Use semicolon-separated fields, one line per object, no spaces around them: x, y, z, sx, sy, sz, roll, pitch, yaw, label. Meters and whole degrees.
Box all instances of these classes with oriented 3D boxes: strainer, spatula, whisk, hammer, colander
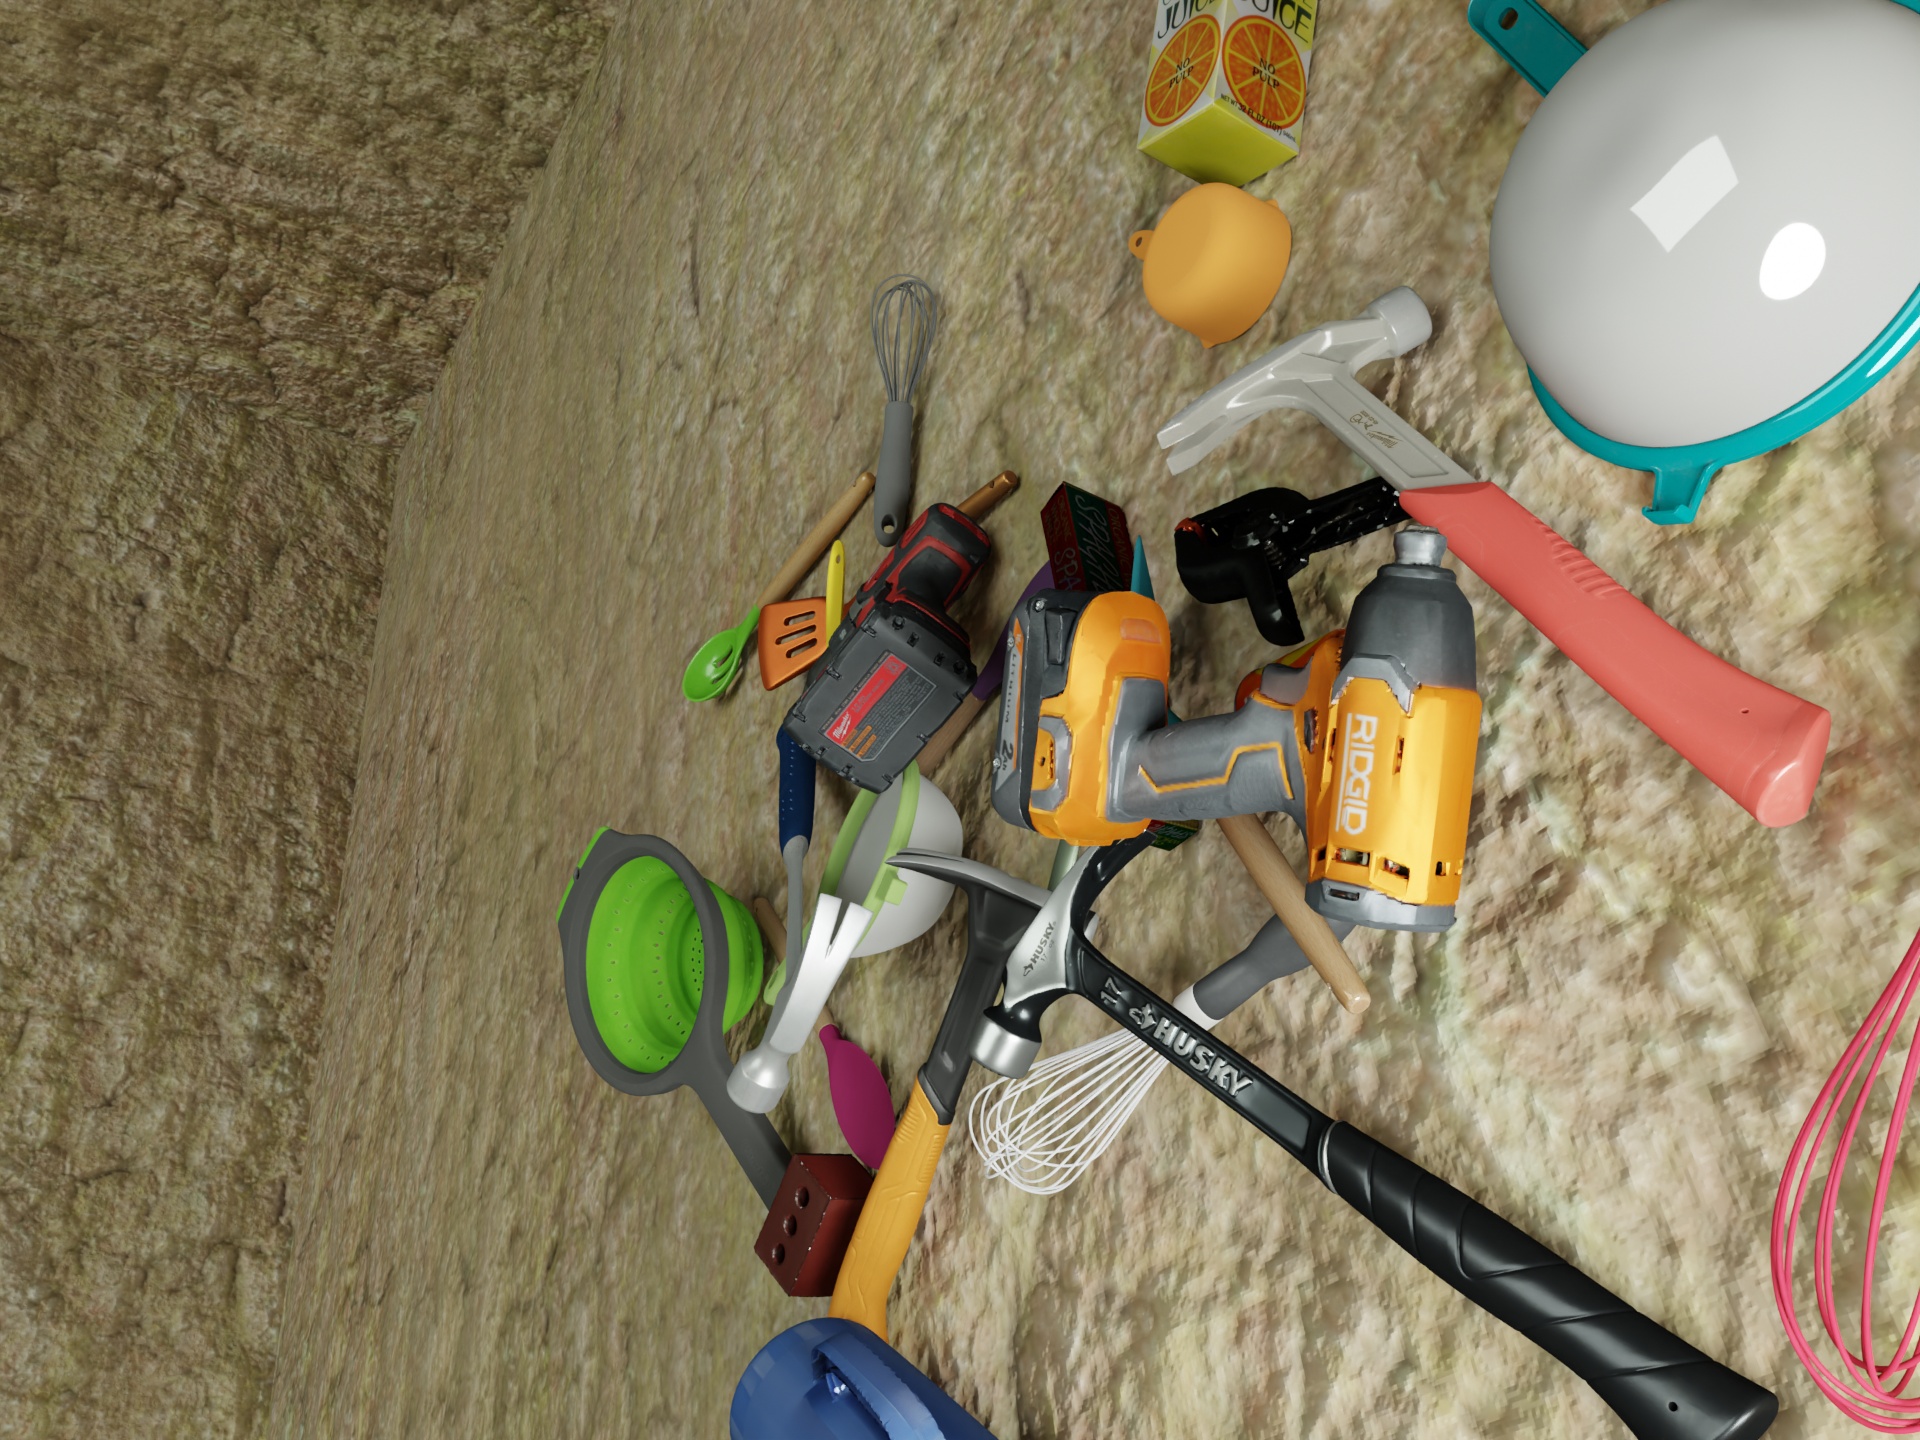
0.278;-0.260;0.689;0.211;0.095;0.341;-52;37;33;strainer
0.135;0.023;0.801;0.318;0.044;0.082;-115;6;-48;spatula
0.316;0.073;0.504;0.073;0.073;0.296;-3;66;59;whisk
-0.063;0.133;1.092;0.256;0.069;0.152;-55;19;41;strainer
-0.002;-0.004;1.106;0.315;0.018;0.060;-52;35;31;spatula
0.226;-0.075;0.695;0.149;0.036;0.359;-31;43;1;hammer
-0.063;-0.115;1.242;0.322;0.041;0.081;-33;55;47;spatula
-0.181;0.243;1.234;0.398;0.094;0.204;47;117;36;colander
0.153;0.174;0.687;0.409;0.036;0.149;30;94;51;hammer
0.100;0.164;0.818;0.284;0.070;0.070;-45;40;32;whisk
-0.113;0.092;1.118;0.144;0.035;0.406;-61;16;20;hammer
-0.053;-0.253;1.291;0.055;0.055;0.239;-19;63;55;whisk
-0.030;0.243;0.961;0.034;0.127;0.337;-31;-39;-72;hammer

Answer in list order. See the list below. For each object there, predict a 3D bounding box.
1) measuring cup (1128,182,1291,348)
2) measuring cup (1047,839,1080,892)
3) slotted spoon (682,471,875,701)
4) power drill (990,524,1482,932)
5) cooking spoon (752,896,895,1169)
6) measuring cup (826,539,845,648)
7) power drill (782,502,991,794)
0.133;-0.294;0.990;0.174;0.052;0.095;45;114;55;measuring cup
0.057;0.047;0.959;0.083;0.038;0.168;-5;69;58;measuring cup
-0.164;-0.116;1.426;0.313;0.031;0.070;-45;40;37;slotted spoon
0.123;-0.007;0.708;0.227;0.084;0.164;9;94;45;power drill
-0.104;0.214;1.168;0.319;0.017;0.068;47;127;56;cooking spoon
-0.088;-0.062;1.242;0.062;0.029;0.156;-6;81;52;measuring cup
-0.057;-0.041;1.090;0.188;0.080;0.227;-49;14;22;power drill
